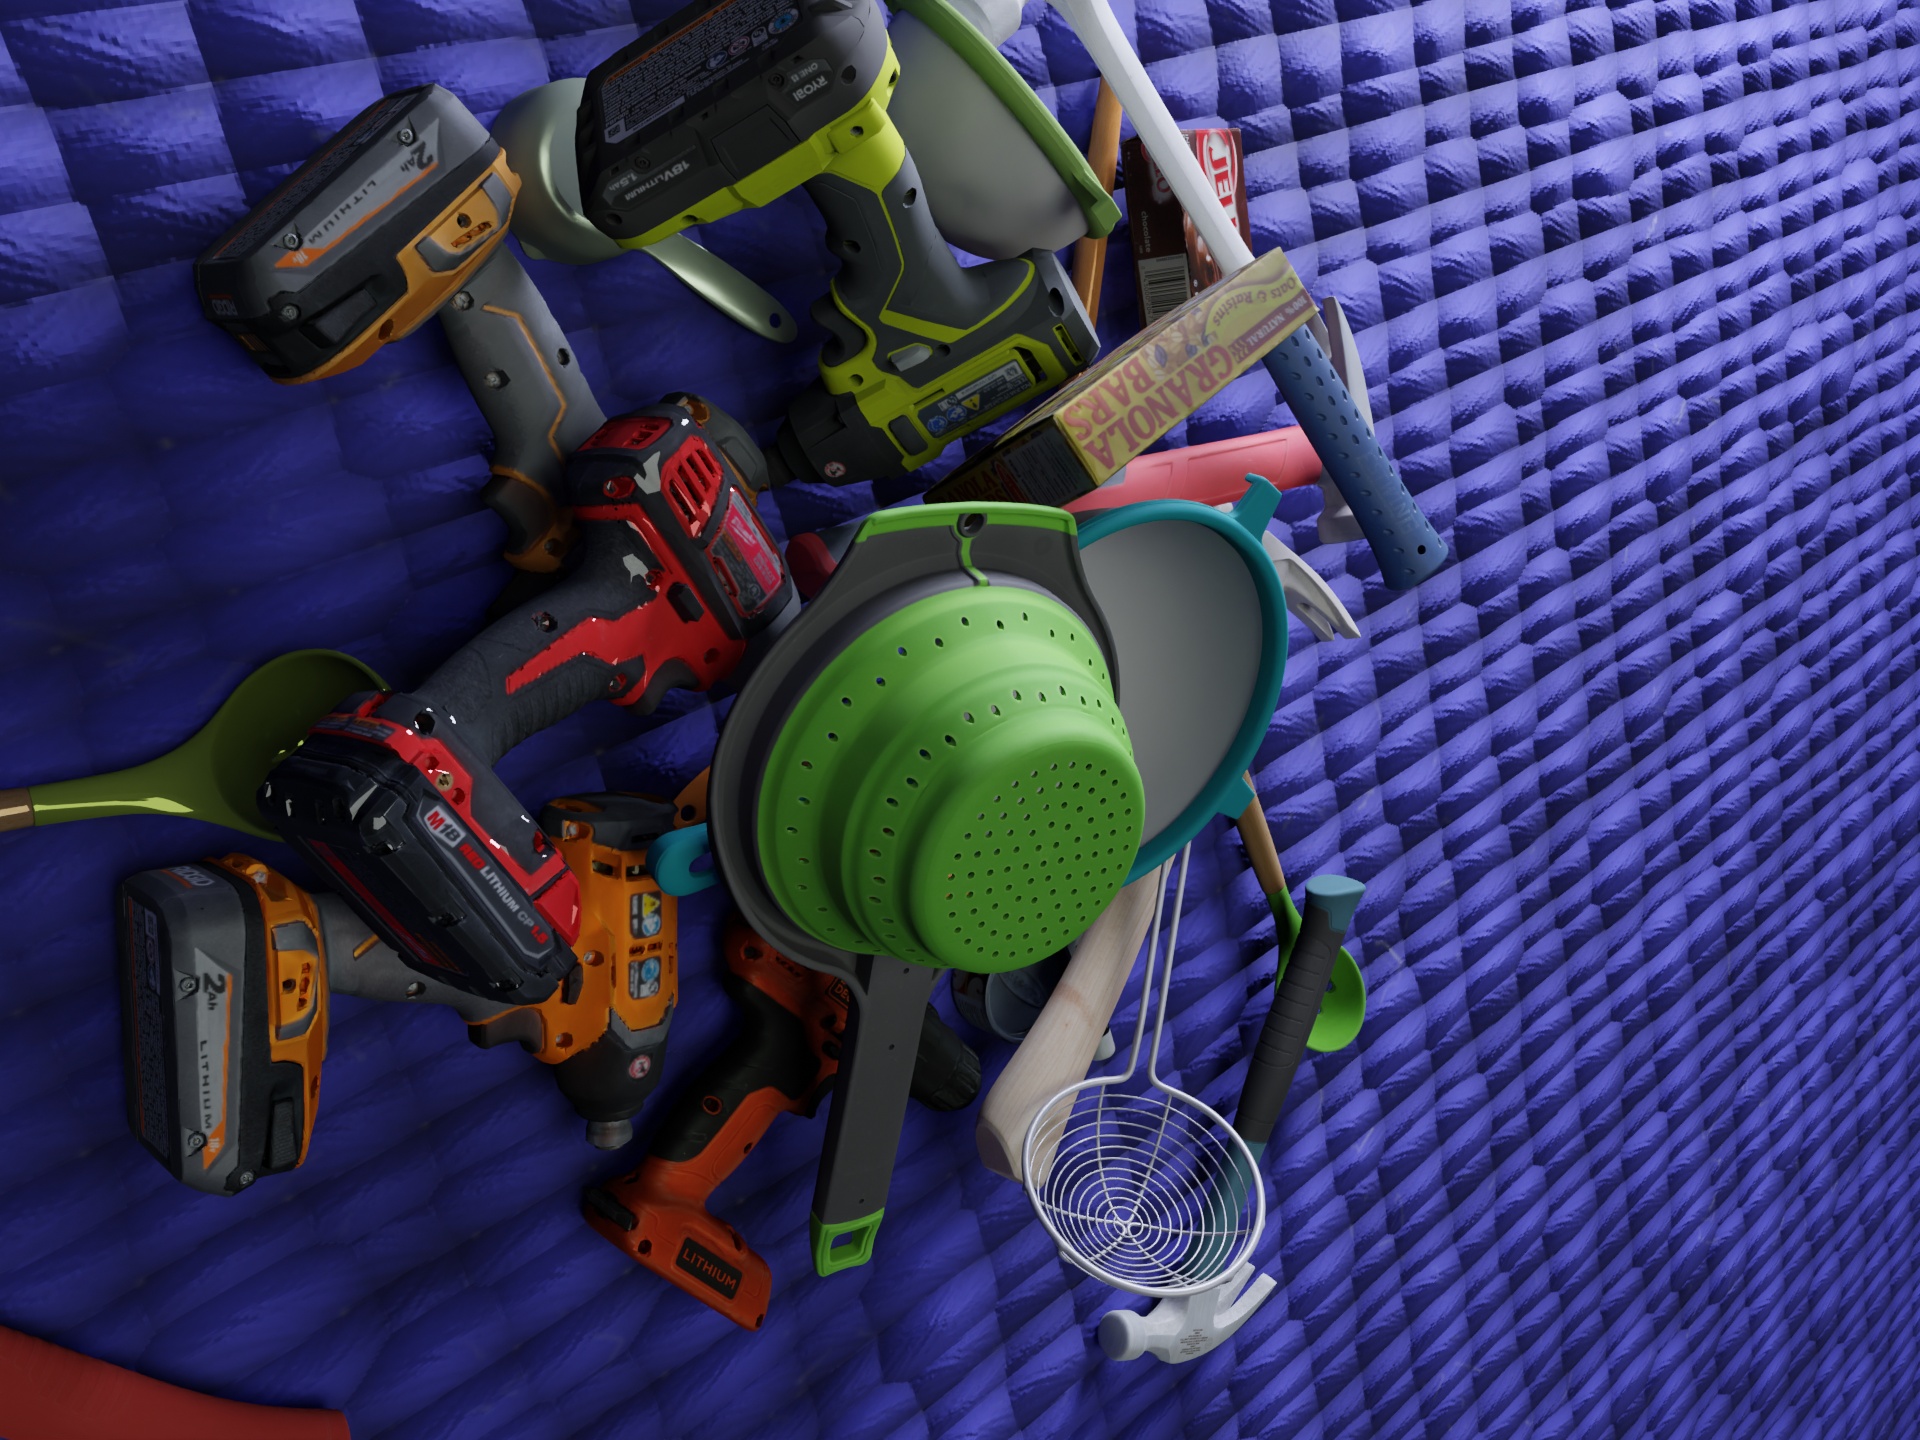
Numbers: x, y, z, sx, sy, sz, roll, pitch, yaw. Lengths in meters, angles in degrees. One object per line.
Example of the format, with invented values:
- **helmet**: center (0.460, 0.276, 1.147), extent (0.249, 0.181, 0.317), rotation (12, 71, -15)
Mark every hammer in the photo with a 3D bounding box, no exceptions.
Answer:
- **hammer**: center (0.156, -0.242, 0.851), extent (0.144, 0.035, 0.405), rotation (-44, 112, -17)
- **hammer**: center (0.190, 0.256, 1.028), extent (0.128, 0.033, 0.331), rotation (17, 93, -41)
- **hammer**: center (-0.383, 0.242, 0.582), extent (0.358, 0.037, 0.149), rotation (42, 71, -35)
- **hammer**: center (0.116, 0.073, 0.919), extent (0.146, 0.038, 0.411), rotation (35, 69, -28)
- **hammer**: center (0.078, -0.134, 0.848), extent (0.386, 0.038, 0.143), rotation (-16, 99, -32)

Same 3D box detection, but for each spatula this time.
- **spatula**: center (0.070, -0.204, 0.876), extent (0.081, 0.041, 0.322), rotation (6, 92, -35)

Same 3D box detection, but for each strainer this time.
- **strainer**: center (-0.001, -0.002, 0.756), extent (0.340, 0.095, 0.210), rotation (-19, 126, -26)
- **strainer**: center (-0.036, -0.307, 0.750), extent (0.069, 0.151, 0.256), rotation (-44, 105, 7)

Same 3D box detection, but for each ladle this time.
- **ladle**: center (-0.357, 0.031, 0.559), extent (0.320, 0.062, 0.078), rotation (-11, 73, -34)

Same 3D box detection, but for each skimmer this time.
- **skimmer**: center (0.115, 0.109, 0.839), extent (0.127, 0.090, 0.363), rotation (11, 78, -3)

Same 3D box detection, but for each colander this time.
- **colander**: center (-0.007, 0.108, 0.686), extent (0.204, 0.095, 0.397), rotation (-6, 119, -33)

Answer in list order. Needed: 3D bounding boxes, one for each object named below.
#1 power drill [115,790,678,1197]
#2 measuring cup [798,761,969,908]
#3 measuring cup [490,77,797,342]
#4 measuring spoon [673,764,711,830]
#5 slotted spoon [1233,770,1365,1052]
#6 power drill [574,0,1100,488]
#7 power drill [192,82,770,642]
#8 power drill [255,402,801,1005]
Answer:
- **power drill**: center (-0.220, 0.122, 0.669), extent (0.226, 0.084, 0.164), rotation (-6, 101, -42)
- **measuring cup**: center (-0.031, 0.068, 0.799), extent (0.173, 0.052, 0.095), rotation (11, 53, -39)
- **measuring cup**: center (-0.130, -0.219, 0.712), extent (0.167, 0.038, 0.083), rotation (30, 78, -36)
- **measuring spoon**: center (-0.102, 0.019, 0.789), extent (0.117, 0.011, 0.021), rotation (-42, 121, -26)
- **slotted spoon**: center (0.197, 0.086, 1.033), extent (0.070, 0.031, 0.313), rotation (-33, 114, -20)
- **power drill**: center (-0.058, -0.196, 0.689), extent (0.171, 0.080, 0.223), rotation (-26, 141, 14)
- **power drill**: center (-0.200, -0.112, 0.651), extent (0.185, 0.084, 0.226), rotation (-52, 129, -19)
- **power drill**: center (-0.145, -0.006, 0.620), extent (0.220, 0.079, 0.143), rotation (-54, 132, -30)
